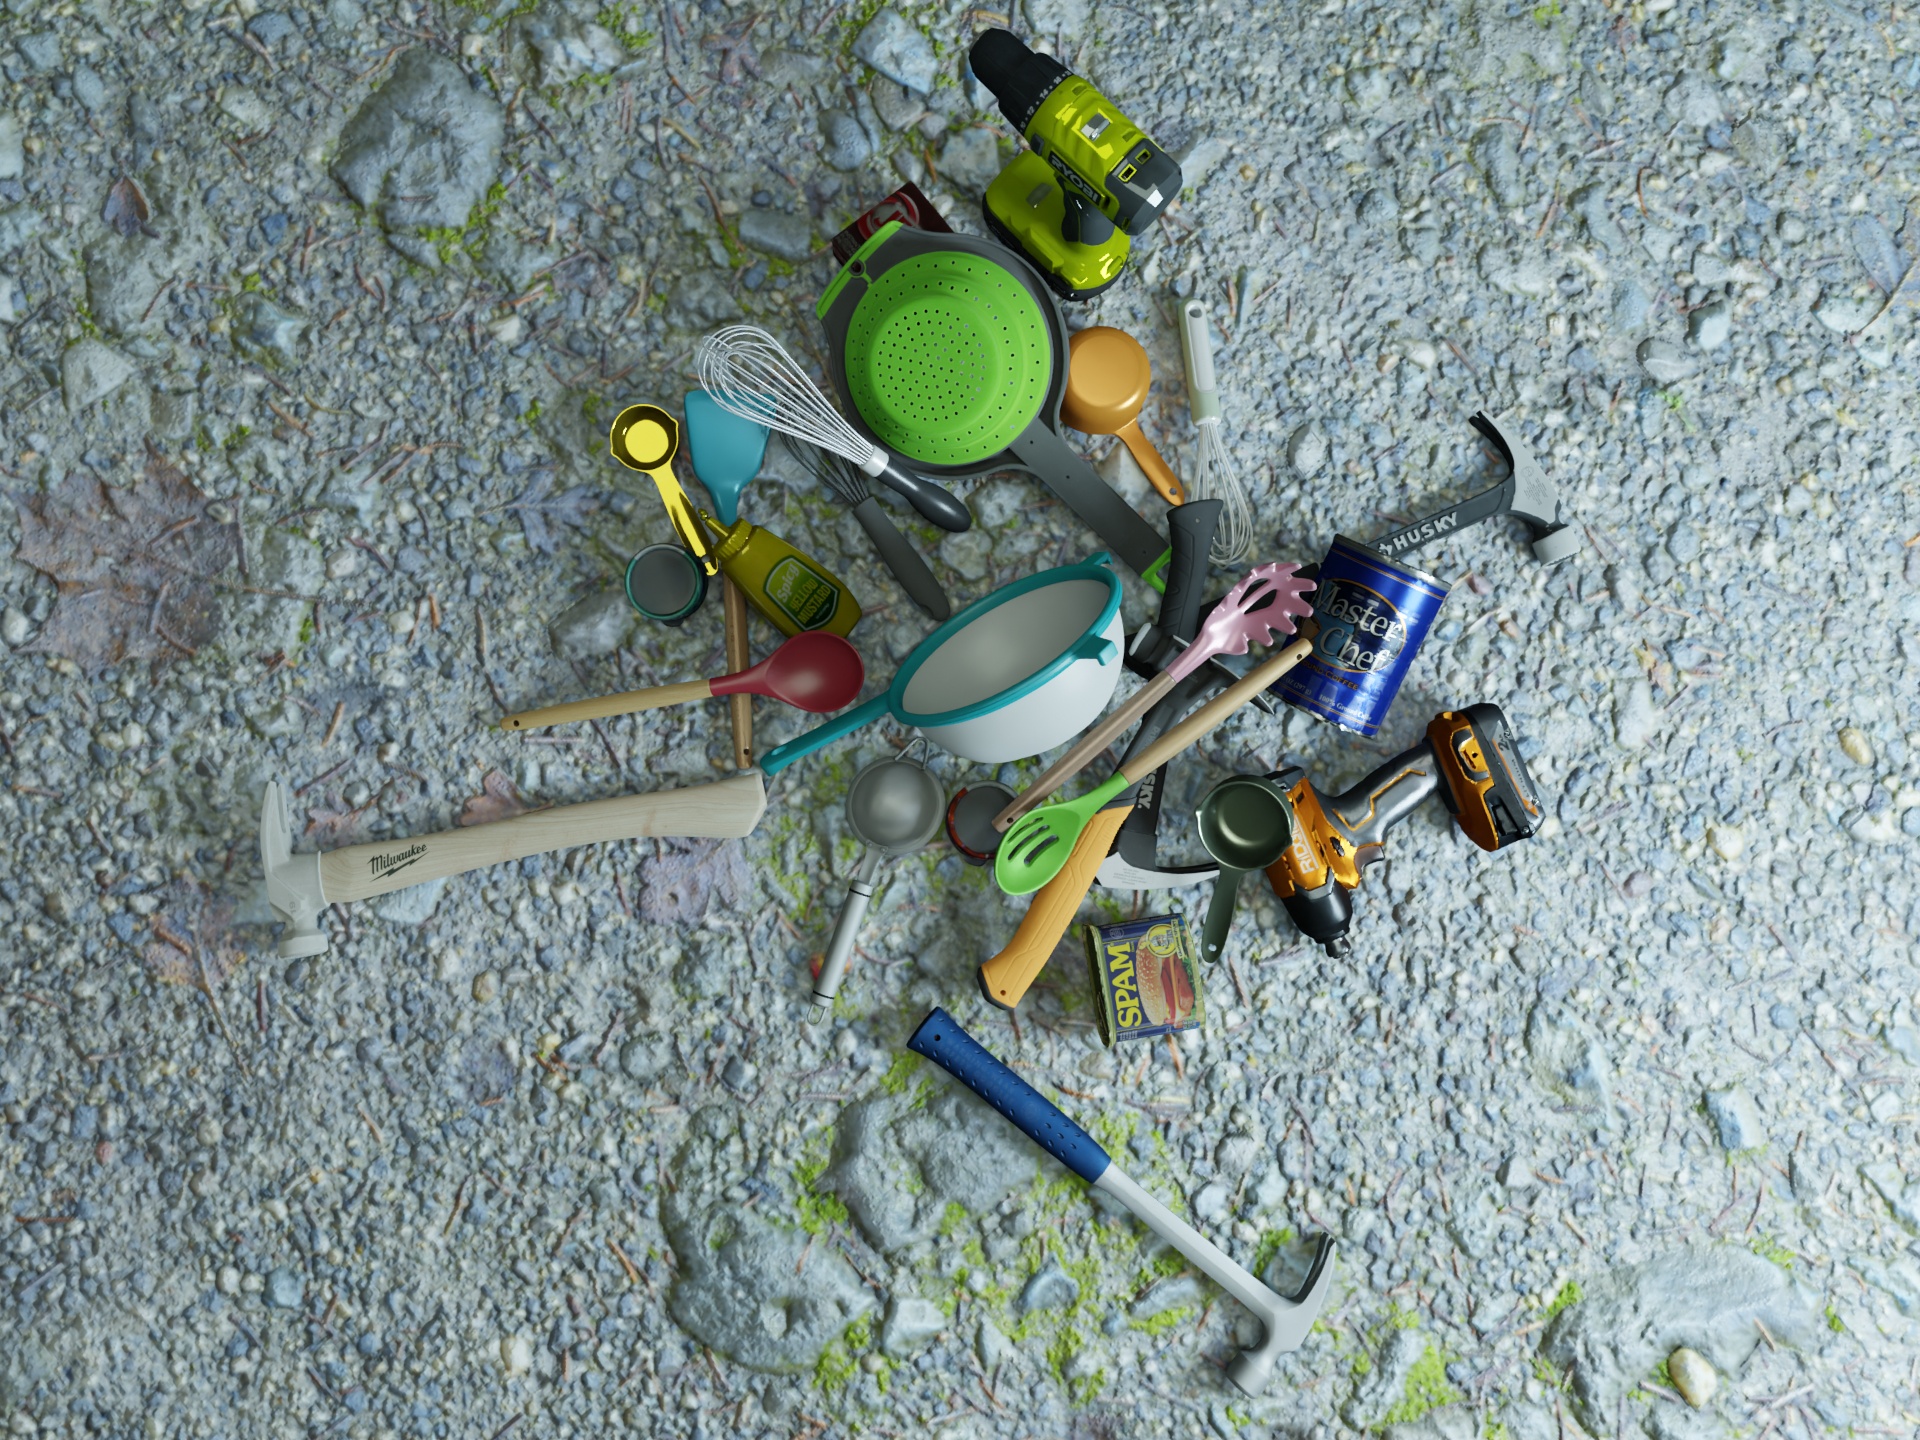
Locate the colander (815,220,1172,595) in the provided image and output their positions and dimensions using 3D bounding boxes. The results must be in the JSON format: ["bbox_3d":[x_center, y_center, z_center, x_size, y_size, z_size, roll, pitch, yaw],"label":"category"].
[{"bbox_3d":[0.043,-0.239,1.313,0.397,0.094,0.204,44,108,-4],"label":"colander"}]

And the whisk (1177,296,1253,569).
[{"bbox_3d":[0.214,-0.250,1.375,0.058,0.059,0.246,-4,80,-10],"label":"whisk"}]

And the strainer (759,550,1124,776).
[{"bbox_3d":[-0.002,-0.004,1.307,0.340,0.211,0.095,-26,114,17],"label":"strainer"}]

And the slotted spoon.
[{"bbox_3d":[0.152,0.032,1.268,0.314,0.031,0.070,-36,127,0],"label":"slotted spoon"}]

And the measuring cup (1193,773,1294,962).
[{"bbox_3d":[0.226,0.122,1.310,0.083,0.038,0.167,17,113,17],"label":"measuring cup"}]

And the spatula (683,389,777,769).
[{"bbox_3d":[-0.190,-0.118,1.344,0.082,0.044,0.317,-2,86,-28],"label":"spatula"}]

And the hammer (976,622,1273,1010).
[{"bbox_3d":[0.120,0.094,1.305,0.127,0.034,0.337,31,93,-2],"label":"hammer"}]

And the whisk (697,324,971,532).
[{"bbox_3d":[-0.096,-0.229,1.298,0.284,0.070,0.070,31,83,-32],"label":"whisk"}]

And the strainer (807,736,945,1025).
[{"bbox_3d":[-0.079,0.133,1.330,0.087,0.050,0.258,19,87,15],"label":"strainer"}]

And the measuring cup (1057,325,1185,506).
[{"bbox_3d":[0.144,-0.261,1.368,0.095,0.052,0.173,-34,85,-5],"label":"measuring cup"}]

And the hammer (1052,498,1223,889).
[{"bbox_3d":[0.175,-0.021,1.331,0.146,0.035,0.335,10,94,-2],"label":"hammer"}]

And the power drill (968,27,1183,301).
[{"bbox_3d":[0.079,-0.448,1.294,0.190,0.228,0.080,43,84,2],"label":"power drill"}]

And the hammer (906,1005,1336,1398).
[{"bbox_3d":[0.129,0.375,1.318,0.405,0.035,0.144,39,85,1],"label":"hammer"}]

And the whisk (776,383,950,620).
[{"bbox_3d":[-0.081,-0.184,1.355,0.055,0.055,0.239,-36,92,-5],"label":"whisk"}]

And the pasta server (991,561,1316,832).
[{"bbox_3d":[0.148,-0.015,1.261,0.316,0.040,0.060,-41,109,4],"label":"pasta server"}]

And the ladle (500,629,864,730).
[{"bbox_3d":[-0.232,-0.022,1.322,0.315,0.031,0.069,-9,99,6],"label":"ladle"}]

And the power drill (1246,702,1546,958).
[{"bbox_3d":[0.363,0.092,1.335,0.226,0.084,0.164,-21,86,0],"label":"power drill"}]

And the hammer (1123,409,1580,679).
[{"bbox_3d":[0.323,-0.134,1.375,0.409,0.036,0.149,-23,85,-4],"label":"hammer"}]

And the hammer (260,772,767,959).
[{"bbox_3d":[-0.368,0.088,1.322,0.410,0.038,0.146,-11,84,-4],"label":"hammer"}]

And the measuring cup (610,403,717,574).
[{"bbox_3d":[-0.247,-0.196,1.364,0.062,0.029,0.156,-26,98,-3],"label":"measuring cup"}]
